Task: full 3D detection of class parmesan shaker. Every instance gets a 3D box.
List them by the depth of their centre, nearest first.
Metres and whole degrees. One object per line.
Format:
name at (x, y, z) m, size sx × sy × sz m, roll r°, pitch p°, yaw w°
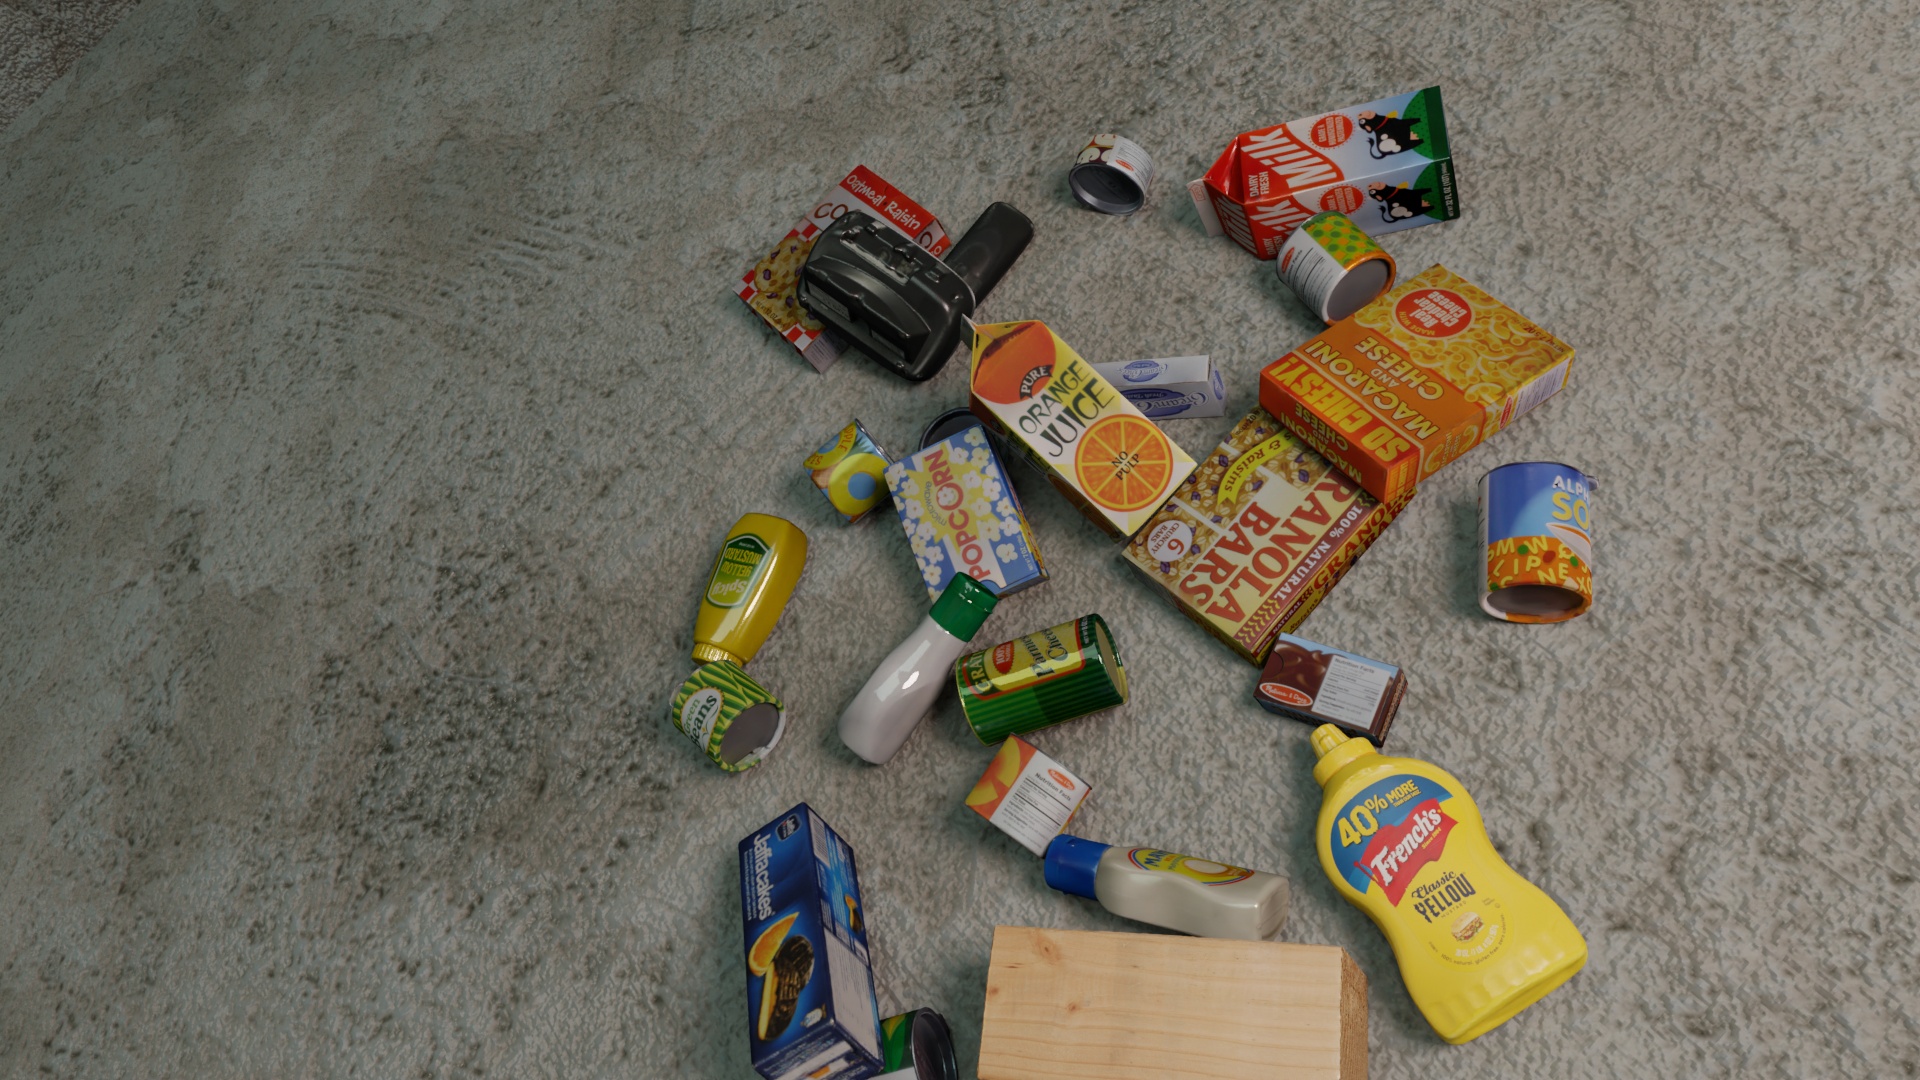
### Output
parmesan shaker at (0.057, 0.095, 0.963) m, size 0.103 × 0.071 × 0.071 m, roll -20°, pitch 56°, yaw 15°

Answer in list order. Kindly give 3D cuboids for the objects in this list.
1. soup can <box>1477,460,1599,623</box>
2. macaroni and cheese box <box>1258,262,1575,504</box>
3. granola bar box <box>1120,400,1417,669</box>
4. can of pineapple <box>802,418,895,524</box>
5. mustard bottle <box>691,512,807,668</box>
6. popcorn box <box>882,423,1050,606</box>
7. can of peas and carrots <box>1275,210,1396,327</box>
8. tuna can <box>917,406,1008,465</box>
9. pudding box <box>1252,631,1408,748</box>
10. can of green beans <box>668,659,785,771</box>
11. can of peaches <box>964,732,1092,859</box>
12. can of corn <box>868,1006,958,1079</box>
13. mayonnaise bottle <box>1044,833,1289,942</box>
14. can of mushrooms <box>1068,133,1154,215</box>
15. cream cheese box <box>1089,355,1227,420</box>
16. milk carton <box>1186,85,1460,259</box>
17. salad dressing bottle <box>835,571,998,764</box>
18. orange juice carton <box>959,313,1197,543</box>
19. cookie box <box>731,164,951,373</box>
soup can at (0.360, 0.001, 0.866) m, size 0.071 × 0.071 × 0.084 m, roll -2°, pitch 63°, yaw 25°
macaroni and cheese box at (0.306, -0.109, 0.941) m, size 0.167 × 0.040 × 0.124 m, roll -31°, pitch 52°, yaw -15°
granola bar box at (0.212, -0.011, 0.962) m, size 0.165 × 0.039 × 0.124 m, roll -48°, pitch 54°, yaw -4°
can of pineapple at (-0.086, -0.056, 1.113) m, size 0.058 × 0.071 × 0.071 m, roll -40°, pitch 54°, yaw 1°
mustard bottle at (-0.176, 0.056, 1.106) m, size 0.065 × 0.048 × 0.161 m, roll 8°, pitch 67°, yaw 31°
popcorn box at (0.004, -0.013, 1.041) m, size 0.085 × 0.038 × 0.127 m, roll -24°, pitch 75°, yaw 12°
can of peas and carrots at (0.278, -0.199, 1.020) m, size 0.071 × 0.070 × 0.059 m, roll -36°, pitch 54°, yaw 4°
tuna can at (0.004, -0.068, 1.098) m, size 0.071 × 0.032 × 0.071 m, roll -12°, pitch 59°, yaw 20°
pudding box at (0.238, 0.095, 0.896) m, size 0.084 × 0.030 × 0.050 m, roll 16°, pitch 73°, yaw 32°
can of green beans at (-0.175, 0.133, 1.052) m, size 0.058 × 0.071 × 0.071 m, roll 33°, pitch 81°, yaw 35°
can of peaches at (0.044, 0.170, 0.928) m, size 0.071 × 0.071 × 0.058 m, roll 28°, pitch 79°, yaw 35°
can of corn at (-0.041, 0.334, 0.877) m, size 0.058 × 0.071 × 0.071 m, roll -21°, pitch 56°, yaw 15°
mayonnaise bottle at (0.125, 0.215, 0.865) m, size 0.148 × 0.065 × 0.041 m, roll 7°, pitch 98°, yaw 31°
can of mushrooms at (0.124, -0.303, 1.152) m, size 0.071 × 0.071 × 0.033 m, roll 12°, pitch 69°, yaw 31°
cream cheese box at (0.144, -0.113, 1.043) m, size 0.104 × 0.053 × 0.024 m, roll -1°, pitch 65°, yaw 25°
milk carton at (0.274, -0.273, 1.058) m, size 0.190 × 0.072 × 0.074 m, roll -9°, pitch 60°, yaw 22°
salad dressing bottle at (-0.030, 0.091, 0.996) m, size 0.044 × 0.064 × 0.147 m, roll 40°, pitch 97°, yaw 28°
orange juice carton at (0.070, -0.089, 0.997) m, size 0.193 × 0.072 × 0.073 m, roll 43°, pitch 86°, yaw 2°
cookie box at (-0.108, -0.247, 1.247) m, size 0.167 × 0.040 × 0.123 m, roll -45°, pitch 54°, yaw -3°
